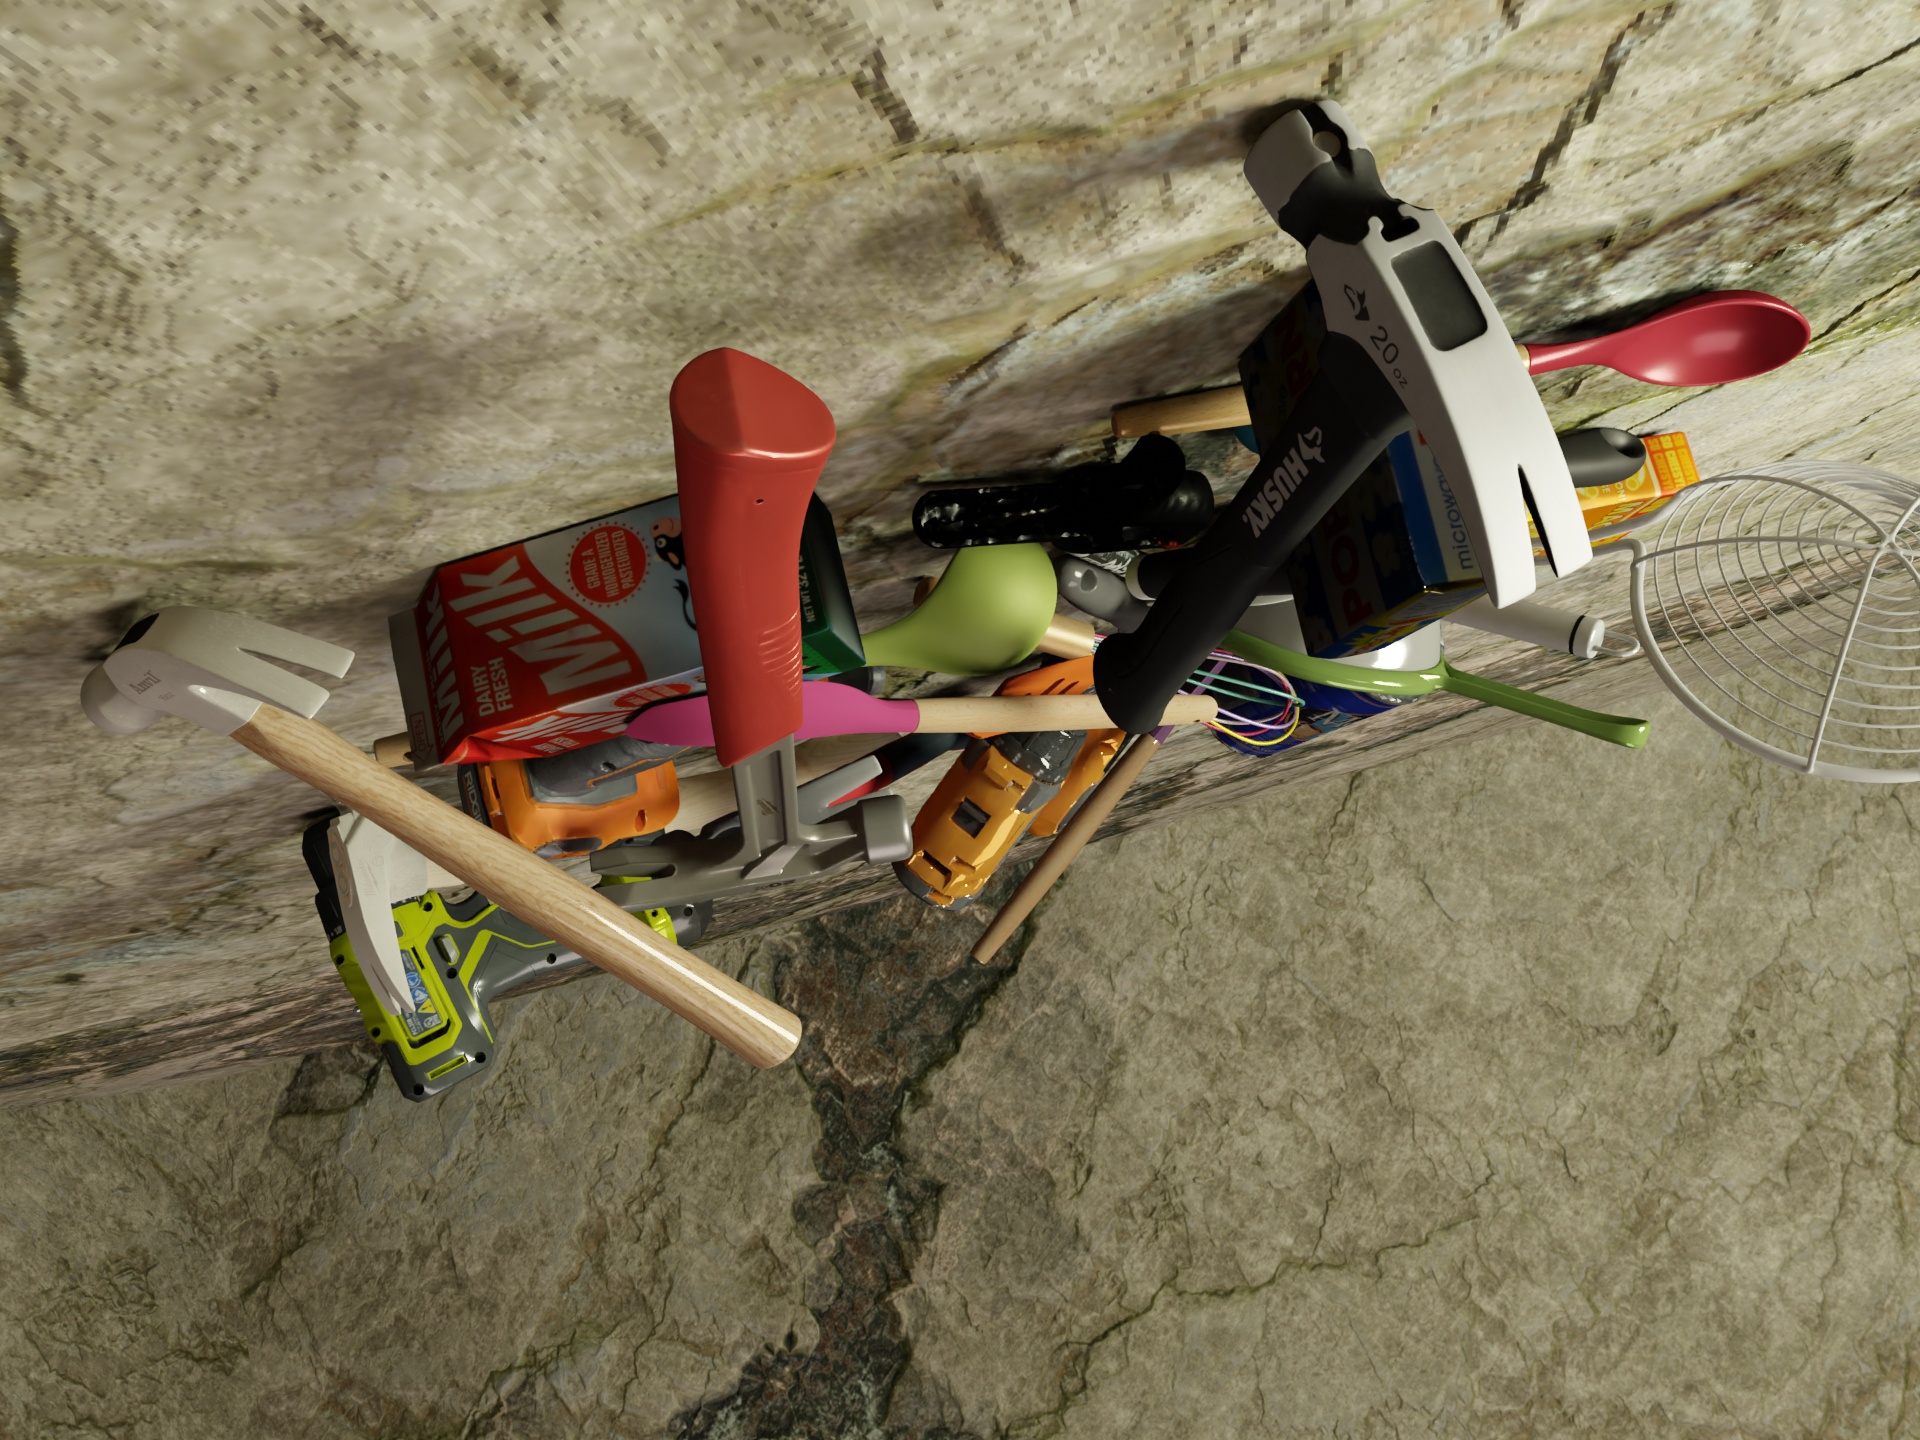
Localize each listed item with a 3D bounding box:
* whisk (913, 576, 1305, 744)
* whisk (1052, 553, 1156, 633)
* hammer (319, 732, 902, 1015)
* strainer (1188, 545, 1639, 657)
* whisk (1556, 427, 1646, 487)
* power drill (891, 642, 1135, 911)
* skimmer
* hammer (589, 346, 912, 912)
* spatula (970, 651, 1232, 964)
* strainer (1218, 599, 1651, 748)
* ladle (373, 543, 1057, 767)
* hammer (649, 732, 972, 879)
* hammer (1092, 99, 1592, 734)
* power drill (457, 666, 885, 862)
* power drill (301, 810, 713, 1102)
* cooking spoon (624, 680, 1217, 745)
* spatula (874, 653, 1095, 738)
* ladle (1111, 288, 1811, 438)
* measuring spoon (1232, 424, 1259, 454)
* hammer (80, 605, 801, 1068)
[{"bbox_3d":[0.087,-0.033,0.867,0.244,0.047,0.051,15,-173,-23],"label":"whisk"},{"bbox_3d":[0.098,-0.061,0.940,0.055,0.055,0.238,-18,165,19],"label":"whisk"},{"bbox_3d":[-0.192,0.065,1.014,0.410,0.146,0.038,-11,176,-43],"label":"hammer"},{"bbox_3d":[0.210,-0.071,0.797,0.259,0.050,0.087,20,-135,35],"label":"strainer"},{"bbox_3d":[0.259,-0.123,0.798,0.295,0.073,0.073,-13,171,-36],"label":"whisk"},{"bbox_3d":[0.053,0.014,1.004,0.185,0.084,0.226,-55,172,19],"label":"power drill"},{"bbox_3d":[0.210,-0.041,0.631,0.363,0.090,0.127,3,-132,53],"label":"skimmer"},{"bbox_3d":[-0.086,-0.009,0.593,0.149,0.037,0.358,-9,155,-8],"label":"hammer"},{"bbox_3d":[0.109,0.031,1.032,0.316,0.018,0.060,-51,179,-1],"label":"spatula"},{"bbox_3d":[0.249,-0.054,0.864,0.256,0.069,0.151,21,-159,29],"label":"strainer"},{"bbox_3d":[-0.105,-0.029,0.731,0.320,0.062,0.078,-13,134,-13],"label":"ladle"},{"bbox_3d":[-0.042,0.027,0.991,0.143,0.038,0.386,-23,-178,21],"label":"hammer"},{"bbox_3d":[0.105,-0.057,0.578,0.035,0.146,0.334,-26,168,-16],"label":"hammer"},{"bbox_3d":[-0.156,0.008,0.872,0.226,0.084,0.164,-28,164,40],"label":"power drill"},{"bbox_3d":[-0.298,0.114,1.043,0.228,0.190,0.080,-26,174,-22],"label":"power drill"},{"bbox_3d":[-0.001,-0.002,0.737,0.318,0.017,0.068,-2,162,-34],"label":"cooking spoon"},{"bbox_3d":[-0.027,-0.013,0.896,0.081,0.041,0.323,-14,-171,-33],"label":"spatula"},{"bbox_3d":[0.215,-0.148,0.677,0.315,0.031,0.069,-10,162,-11],"label":"ladle"},{"bbox_3d":[0.184,-0.136,0.703,0.128,0.021,0.042,-12,170,-5],"label":"measuring spoon"},{"bbox_3d":[-0.196,0.060,0.669,0.331,0.031,0.130,39,144,-27],"label":"hammer"}]
